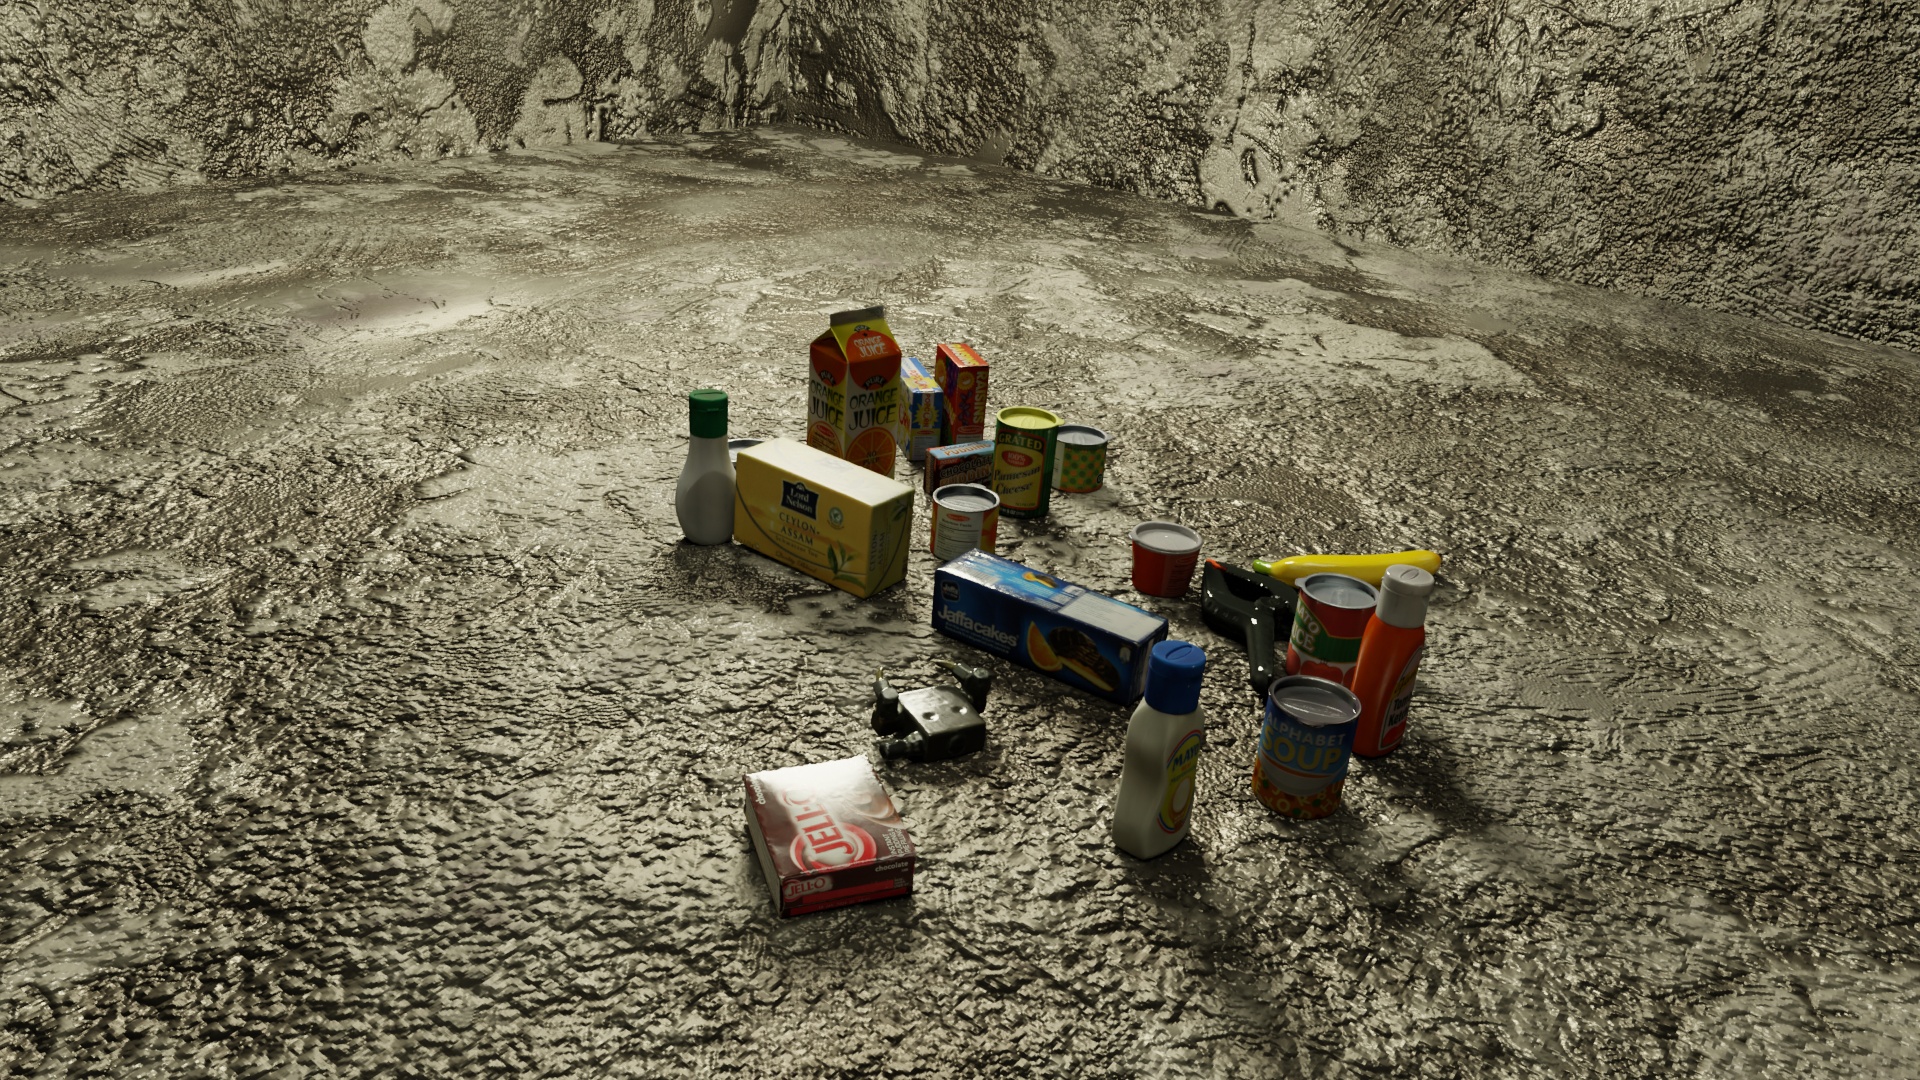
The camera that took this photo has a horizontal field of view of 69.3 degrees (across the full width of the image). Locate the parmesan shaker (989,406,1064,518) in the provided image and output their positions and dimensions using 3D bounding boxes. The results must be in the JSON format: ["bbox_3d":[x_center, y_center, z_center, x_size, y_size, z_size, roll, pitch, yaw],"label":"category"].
[{"bbox_3d":[0.069,-0.081,1.460,0.071,0.102,0.071,4,24,-2],"label":"parmesan shaker"}]

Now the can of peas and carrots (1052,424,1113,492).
[{"bbox_3d":[0.132,-0.092,1.547,0.071,0.058,0.071,4,24,-2],"label":"can of peas and carrots"}]

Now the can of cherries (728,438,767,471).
[{"bbox_3d":[-0.221,-0.067,1.428,0.071,0.058,0.072,4,24,-2],"label":"can of cherries"}]

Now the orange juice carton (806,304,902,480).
[{"bbox_3d":[-0.114,-0.153,1.475,0.072,0.191,0.073,-15,31,-38],"label":"orange juice carton"}]

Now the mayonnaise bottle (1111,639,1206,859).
[{"bbox_3d":[0.137,0.140,0.938,0.041,0.147,0.065,24,31,36],"label":"mayonnaise bottle"}]

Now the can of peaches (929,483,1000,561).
[{"bbox_3d":[0.005,-0.017,1.363,0.071,0.057,0.071,4,24,-2],"label":"can of peaches"}]

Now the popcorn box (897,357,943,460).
[{"bbox_3d":[-0.055,-0.154,1.618,0.038,0.084,0.127,-3,26,-16],"label":"popcorn box"}]

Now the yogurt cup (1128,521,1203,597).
[{"bbox_3d":[0.194,0.019,1.325,0.072,0.053,0.073,4,24,-2],"label":"yogurt cup"}]

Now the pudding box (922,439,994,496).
[{"bbox_3d":[0.003,-0.078,1.505,0.084,0.049,0.030,-10,28,-29],"label":"pudding box"}]

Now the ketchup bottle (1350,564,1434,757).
[{"bbox_3d":[0.333,0.092,1.078,0.043,0.148,0.065,23,30,35],"label":"ketchup bottle"}]

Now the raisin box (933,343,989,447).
[{"bbox_3d":[-0.001,-0.153,1.579,0.040,0.122,0.086,-3,26,-18],"label":"raisin box"}]

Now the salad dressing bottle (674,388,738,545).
[{"bbox_3d":[-0.240,-0.070,1.326,0.064,0.147,0.044,-6,26,-22],"label":"salad dressing bottle"}]

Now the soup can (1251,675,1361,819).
[{"bbox_3d":[0.250,0.152,1.011,0.071,0.083,0.071,4,24,-2],"label":"soup can"}]

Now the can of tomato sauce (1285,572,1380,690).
[{"bbox_3d":[0.314,0.078,1.183,0.071,0.082,0.071,4,24,-2],"label":"can of tomato sauce"}]
